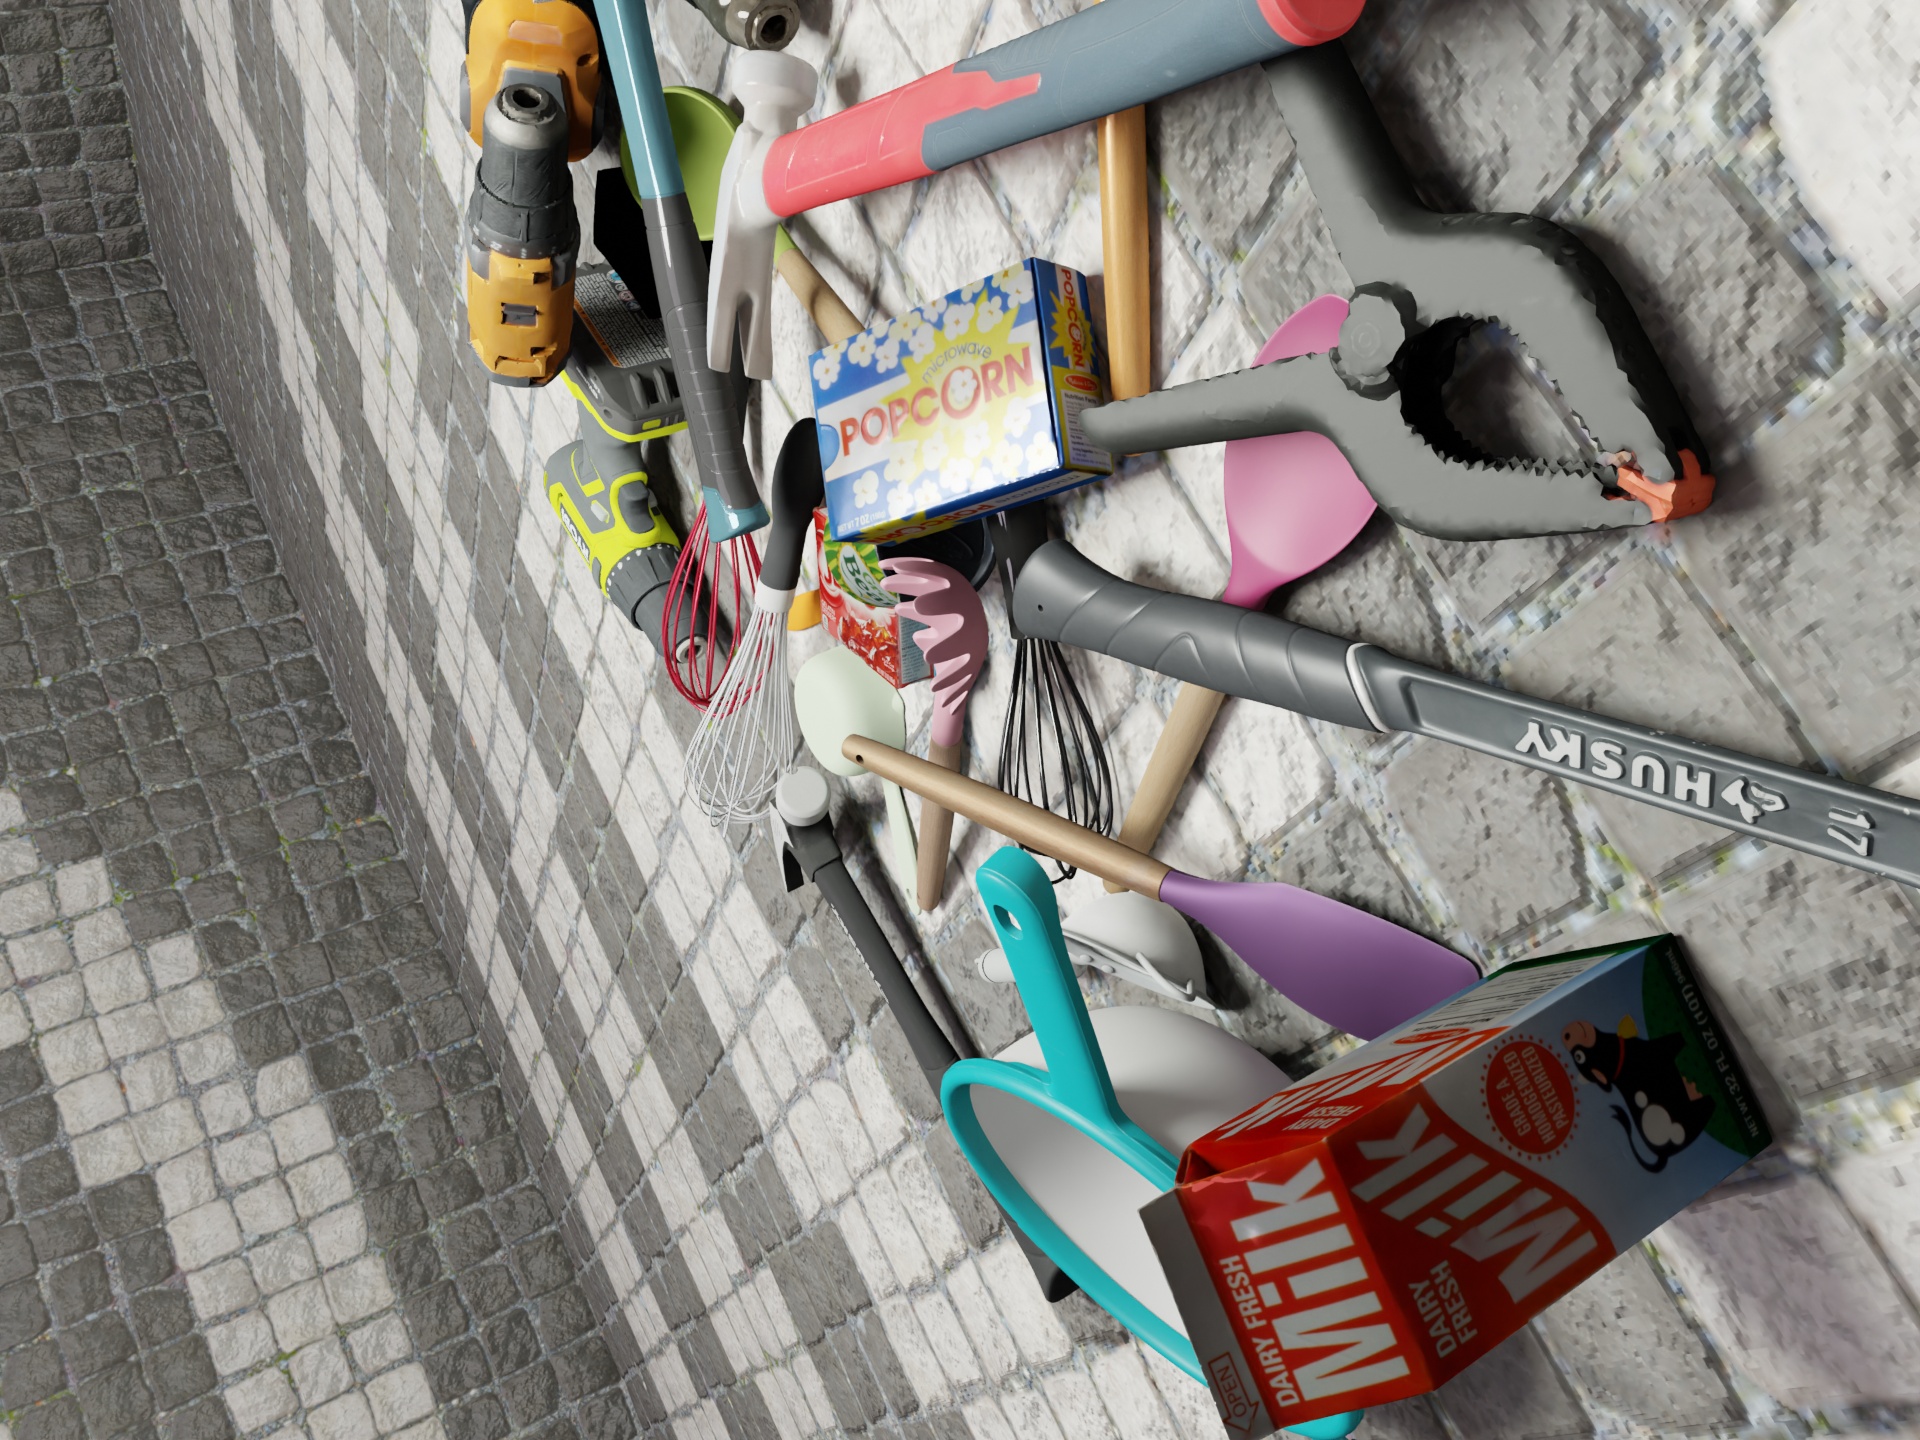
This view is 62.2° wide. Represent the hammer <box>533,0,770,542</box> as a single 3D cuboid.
[{"bbox_3d":[-0.142,-0.243,0.778,0.128,0.033,0.330,24,131,51],"label":"hammer"}]

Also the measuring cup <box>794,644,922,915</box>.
[{"bbox_3d":[-0.057,0.039,0.925,0.083,0.038,0.167,1,106,61],"label":"measuring cup"}]

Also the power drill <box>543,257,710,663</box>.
[{"bbox_3d":[-0.214,-0.163,1.042,0.191,0.080,0.228,55,151,27],"label":"power drill"}]

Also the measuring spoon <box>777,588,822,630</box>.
[{"bbox_3d":[-0.089,-0.067,0.944,0.117,0.011,0.021,-11,98,62],"label":"measuring spoon"}]

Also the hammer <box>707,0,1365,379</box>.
[{"bbox_3d":[-0.004,-0.205,0.581,0.386,0.038,0.143,16,100,59],"label":"hammer"}]

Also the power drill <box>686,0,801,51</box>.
[{"bbox_3d":[-0.116,-0.429,0.696,0.188,0.080,0.226,57,152,24],"label":"power drill"}]

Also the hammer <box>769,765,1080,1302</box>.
[{"bbox_3d":[-0.022,0.190,0.949,0.335,0.035,0.146,58,163,15],"label":"hammer"}]

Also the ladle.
[{"bbox_3d":[-0.082,-0.208,0.768,0.320,0.062,0.078,56,141,33],"label":"ladle"}]

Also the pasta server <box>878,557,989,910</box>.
[{"bbox_3d":[-0.016,0.023,0.795,0.316,0.040,0.060,97,151,-57],"label":"pasta server"}]

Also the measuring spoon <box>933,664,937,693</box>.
[{"bbox_3d":[-0.001,-0.003,0.827,0.042,0.021,0.128,-94,-1,-47],"label":"measuring spoon"}]

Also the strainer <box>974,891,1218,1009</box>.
[{"bbox_3d":[0.055,0.114,0.773,0.086,0.050,0.258,28,162,-14],"label":"strainer"}]

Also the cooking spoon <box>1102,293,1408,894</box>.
[{"bbox_3d":[0.101,-0.026,0.623,0.069,0.017,0.318,50,146,27],"label":"cooking spoon"}]

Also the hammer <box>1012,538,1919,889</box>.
[{"bbox_3d":[0.151,-0.002,0.510,0.409,0.036,0.149,22,128,51],"label":"hammer"}]

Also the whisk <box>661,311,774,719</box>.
[{"bbox_3d":[-0.143,-0.131,0.959,0.073,0.073,0.295,40,133,44],"label":"whisk"}]

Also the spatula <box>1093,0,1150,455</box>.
[{"bbox_3d":[0.047,-0.246,0.554,0.081,0.041,0.322,33,136,51],"label":"spatula"}]

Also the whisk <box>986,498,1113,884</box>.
[{"bbox_3d":[0.031,-0.040,0.713,0.055,0.055,0.239,10,113,59],"label":"whisk"}]

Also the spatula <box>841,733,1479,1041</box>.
[{"bbox_3d":[0.066,0.062,0.666,0.316,0.018,0.059,22,128,35],"label":"spatula"}]

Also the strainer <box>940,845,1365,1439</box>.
[{"bbox_3d":[0.082,0.145,0.627,0.211,0.095,0.340,24,147,40],"label":"strainer"}]

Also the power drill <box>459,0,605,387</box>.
[{"bbox_3d":[-0.241,-0.328,0.888,0.185,0.084,0.226,117,152,-58],"label":"power drill"}]

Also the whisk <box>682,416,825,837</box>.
[{"bbox_3d":[-0.114,-0.049,0.935,0.070,0.070,0.284,46,132,38],"label":"whisk"}]
